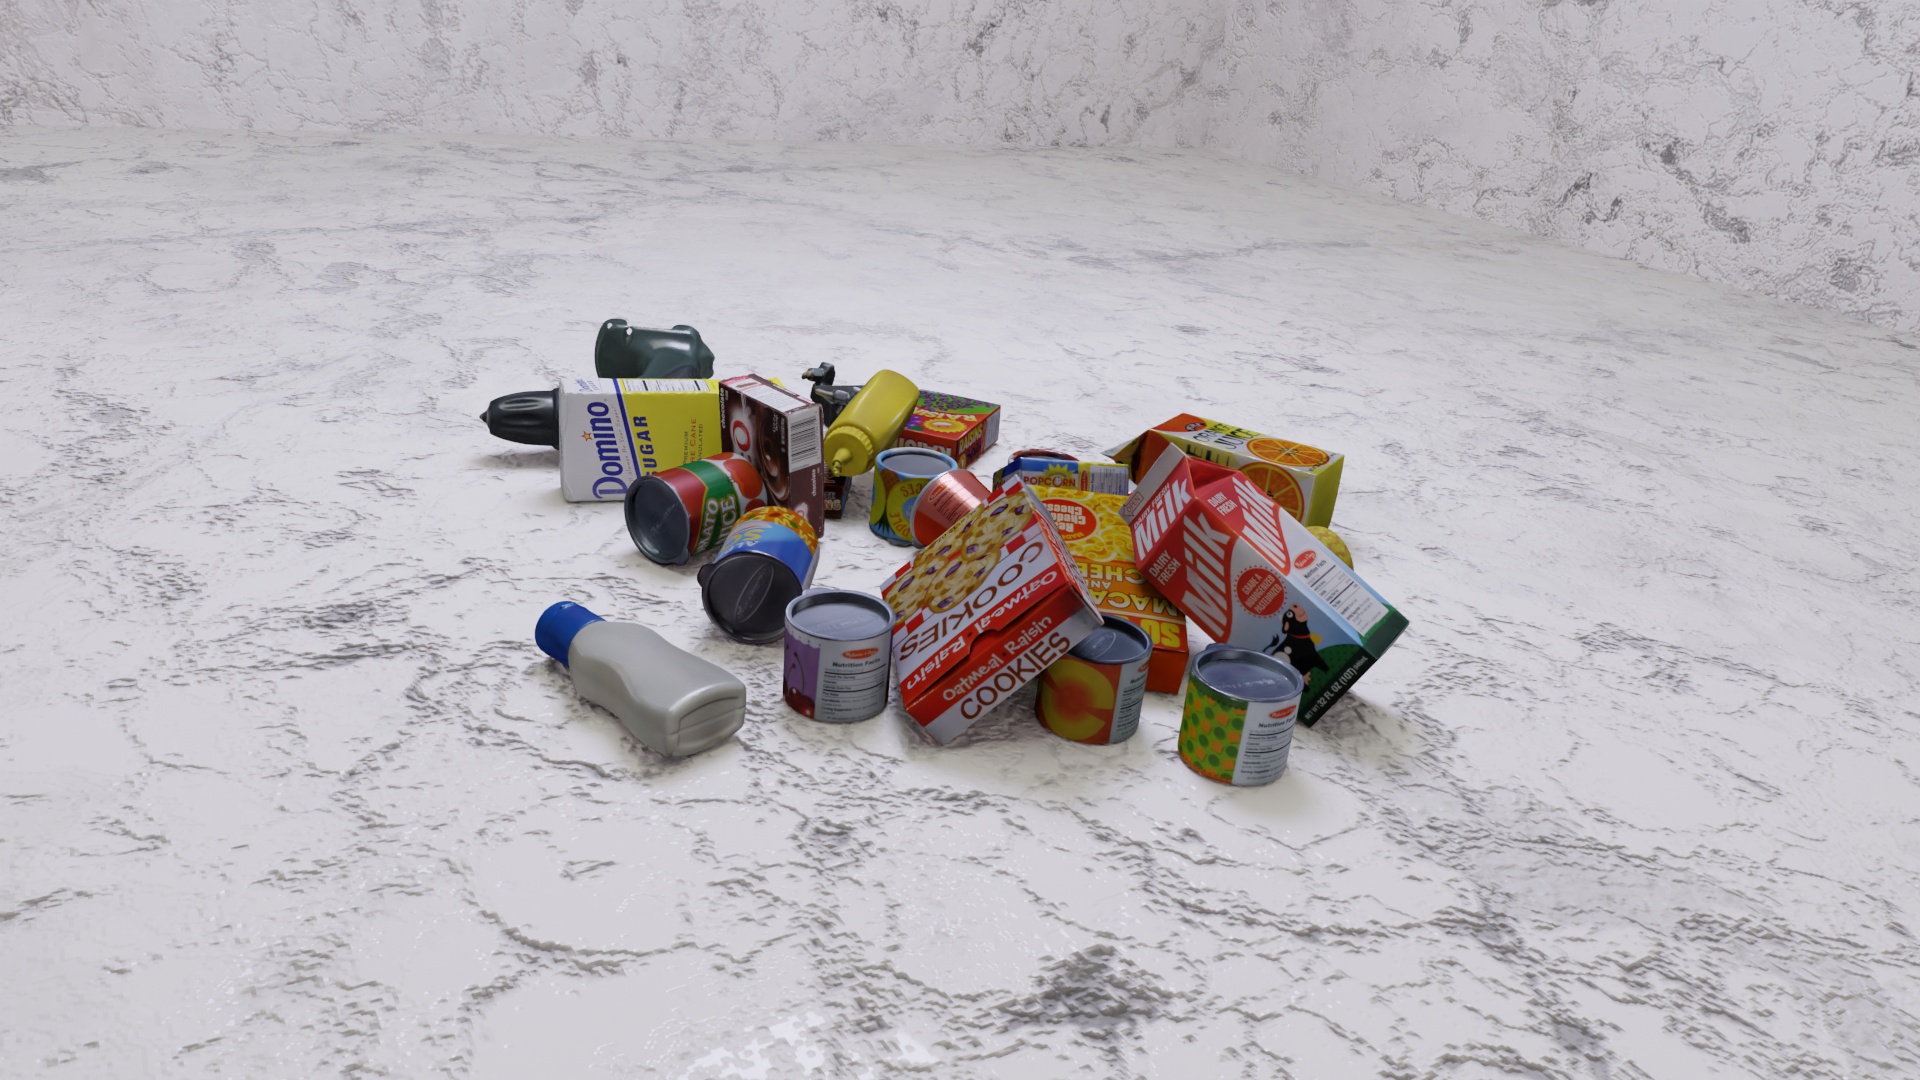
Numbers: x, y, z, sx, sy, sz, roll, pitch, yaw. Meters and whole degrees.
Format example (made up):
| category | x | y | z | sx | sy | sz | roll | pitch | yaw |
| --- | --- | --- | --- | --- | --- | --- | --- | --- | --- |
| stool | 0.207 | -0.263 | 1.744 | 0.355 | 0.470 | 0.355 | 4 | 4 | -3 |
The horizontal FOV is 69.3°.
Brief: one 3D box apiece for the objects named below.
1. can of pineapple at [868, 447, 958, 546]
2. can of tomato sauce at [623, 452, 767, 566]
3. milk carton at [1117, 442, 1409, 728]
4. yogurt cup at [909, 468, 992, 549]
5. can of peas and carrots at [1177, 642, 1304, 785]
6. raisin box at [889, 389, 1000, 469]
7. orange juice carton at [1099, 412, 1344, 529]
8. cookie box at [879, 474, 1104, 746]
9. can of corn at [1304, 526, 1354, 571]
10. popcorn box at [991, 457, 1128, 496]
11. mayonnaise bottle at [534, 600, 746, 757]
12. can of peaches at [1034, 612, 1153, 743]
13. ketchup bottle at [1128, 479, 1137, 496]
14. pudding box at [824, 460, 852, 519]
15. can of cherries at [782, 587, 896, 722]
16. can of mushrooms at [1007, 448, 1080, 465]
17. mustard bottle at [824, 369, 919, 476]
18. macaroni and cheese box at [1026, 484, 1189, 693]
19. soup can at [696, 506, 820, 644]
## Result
| category | x | y | z | sx | sy | sz | roll | pitch | yaw |
| --- | --- | --- | --- | --- | --- | --- | --- | --- | --- |
| can of pineapple | -0.037 | -0.035 | 1.094 | 0.071 | 0.057 | 0.071 | 6 | 23 | -2 |
| can of tomato sauce | -0.192 | -0.024 | 1.020 | 0.071 | 0.071 | 0.083 | 20 | 26 | 29 |
| milk carton | 0.189 | 0.022 | 0.909 | 0.191 | 0.072 | 0.074 | 44 | 36 | 14 |
| yogurt cup | 0.004 | -0.013 | 1.049 | 0.072 | 0.072 | 0.054 | -14 | 38 | -39 |
| can of peas and carrots | 0.164 | 0.103 | 0.826 | 0.071 | 0.058 | 0.071 | 5 | 22 | -2 |
| raisin box | -0.023 | -0.099 | 1.270 | 0.086 | 0.040 | 0.124 | 13 | 23 | 16 |
| orange juice carton | 0.220 | -0.057 | 1.192 | 0.193 | 0.072 | 0.072 | 19 | 26 | 28 |
| cookie box | 0.013 | 0.038 | 0.869 | 0.123 | 0.040 | 0.168 | -39 | 24 | 9 |
| can of corn | 0.244 | 0.022 | 1.017 | 0.058 | 0.071 | 0.071 | -8 | 27 | -31 |
| popcorn box | 0.076 | -0.039 | 1.094 | 0.085 | 0.038 | 0.126 | 2 | -3 | -8 |
| mayonnaise bottle | -0.194 | 0.077 | 0.818 | 0.148 | 0.041 | 0.065 | 23 | 27 | 37 |
| can of peaches | 0.079 | 0.083 | 0.851 | 0.071 | 0.057 | 0.071 | 5 | 23 | -2 |
| ketchup bottle | 0.156 | -0.009 | 1.102 | 0.065 | 0.043 | 0.149 | -4 | 25 | -24 |
| pudding box | -0.116 | -0.048 | 1.138 | 0.050 | 0.030 | 0.084 | 6 | 23 | -1 |
| can of cherries | -0.075 | 0.068 | 0.845 | 0.071 | 0.058 | 0.072 | 4 | 24 | -2 |
| can of mushrooms | 0.073 | -0.054 | 1.196 | 0.071 | 0.033 | 0.071 | 5 | 23 | -2 |
| mustard bottle | -0.078 | -0.089 | 1.132 | 0.049 | 0.065 | 0.161 | 32 | 29 | -1 |
| macaroni and cheese box | 0.089 | 0.028 | 0.955 | 0.124 | 0.040 | 0.167 | 6 | 37 | 0 |
| soup can | -0.134 | 0.020 | 0.928 | 0.071 | 0.071 | 0.084 | 6 | 23 | 0 |
